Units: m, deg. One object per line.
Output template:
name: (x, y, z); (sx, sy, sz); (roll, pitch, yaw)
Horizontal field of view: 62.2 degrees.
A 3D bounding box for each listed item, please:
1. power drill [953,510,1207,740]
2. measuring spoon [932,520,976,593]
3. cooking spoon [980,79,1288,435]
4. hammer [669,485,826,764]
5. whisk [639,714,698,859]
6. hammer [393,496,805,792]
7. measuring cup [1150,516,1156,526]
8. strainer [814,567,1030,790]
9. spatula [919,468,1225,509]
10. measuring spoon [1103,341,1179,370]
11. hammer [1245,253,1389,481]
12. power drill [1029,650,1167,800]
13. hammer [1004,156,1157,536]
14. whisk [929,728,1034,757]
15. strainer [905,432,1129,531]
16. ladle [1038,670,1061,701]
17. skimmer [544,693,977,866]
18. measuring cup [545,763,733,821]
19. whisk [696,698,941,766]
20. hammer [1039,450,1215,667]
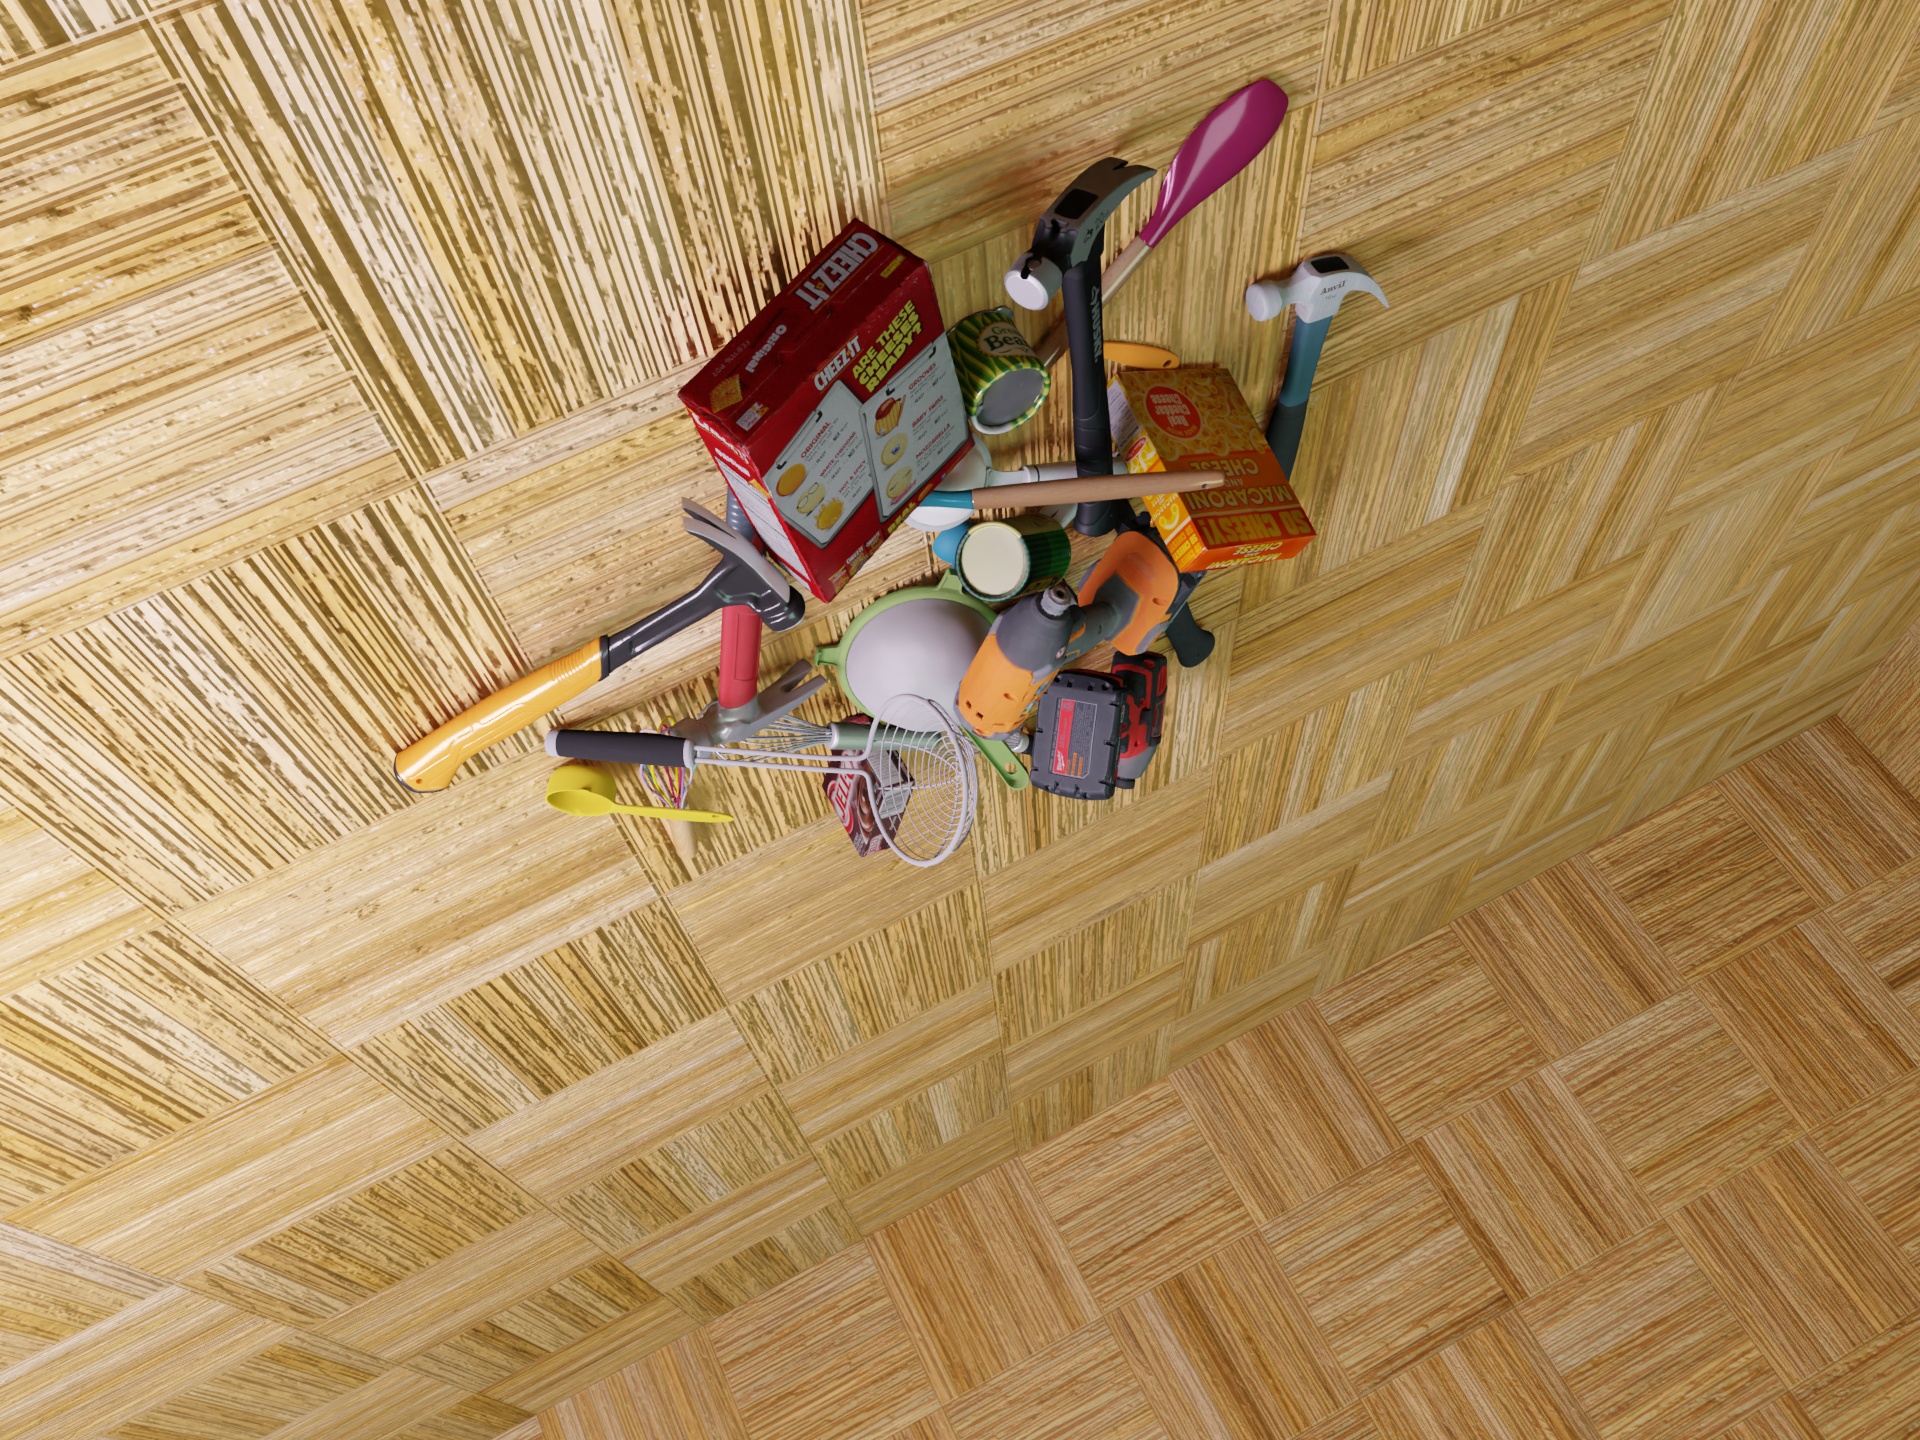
power drill: (0.103, -0.087, 1.307); (0.226, 0.084, 0.164); (-34, 164, -37)
measuring spoon: (0.006, -0.124, 1.359); (0.042, 0.021, 0.128); (-27, 151, -6)
cooking spoon: (0.116, -0.324, 1.144); (0.319, 0.017, 0.068); (-46, 148, 25)
hammer: (-0.148, -0.121, 1.183); (0.143, 0.038, 0.386); (-33, 153, -31)
whisk: (-0.250, 0.064, 1.404); (0.051, 0.047, 0.244); (-12, 153, -10)
hammer: (-0.282, -0.038, 1.149); (0.337, 0.034, 0.127); (-28, 138, 17)
measuring cup: (0.209, -0.190, 1.331); (0.174, 0.052, 0.095); (-46, 149, -52)
strainer: (-0.002, -0.004, 1.394); (0.151, 0.069, 0.256); (-29, 128, 12)
spatula: (0.036, -0.155, 1.172); (0.317, 0.044, 0.082); (-5, 154, 6)
measuring spoon: (0.133, -0.282, 1.237); (0.116, 0.011, 0.021); (-2, 141, -43)
hammer: (0.286, -0.272, 1.384); (0.128, 0.033, 0.330); (-23, 152, -13)
power drill: (0.144, 0.009, 1.546); (0.219, 0.078, 0.143); (-17, 115, -66)
hammer: (0.095, -0.246, 1.142); (0.146, 0.035, 0.334); (-57, 158, -22)
whisk: (0.041, 0.017, 1.599); (0.070, 0.070, 0.284); (-40, 155, 17)
strainer: (0.048, -0.191, 1.248); (0.258, 0.050, 0.086); (-11, 125, -29)
ladle: (0.130, -0.020, 1.653); (0.069, 0.031, 0.315); (-42, 152, 21)
skimmer: (-0.159, 0.034, 1.199); (0.363, 0.127, 0.090); (4, -168, 14)
measuring cup: (-0.267, 0.063, 1.332); (0.156, 0.029, 0.062); (8, 155, -17)
whisk: (-0.122, 0.012, 1.405); (0.246, 0.059, 0.058); (2, -178, -34)
hammer: (0.179, -0.135, 1.500); (0.149, 0.036, 0.408); (-33, 153, 6)
